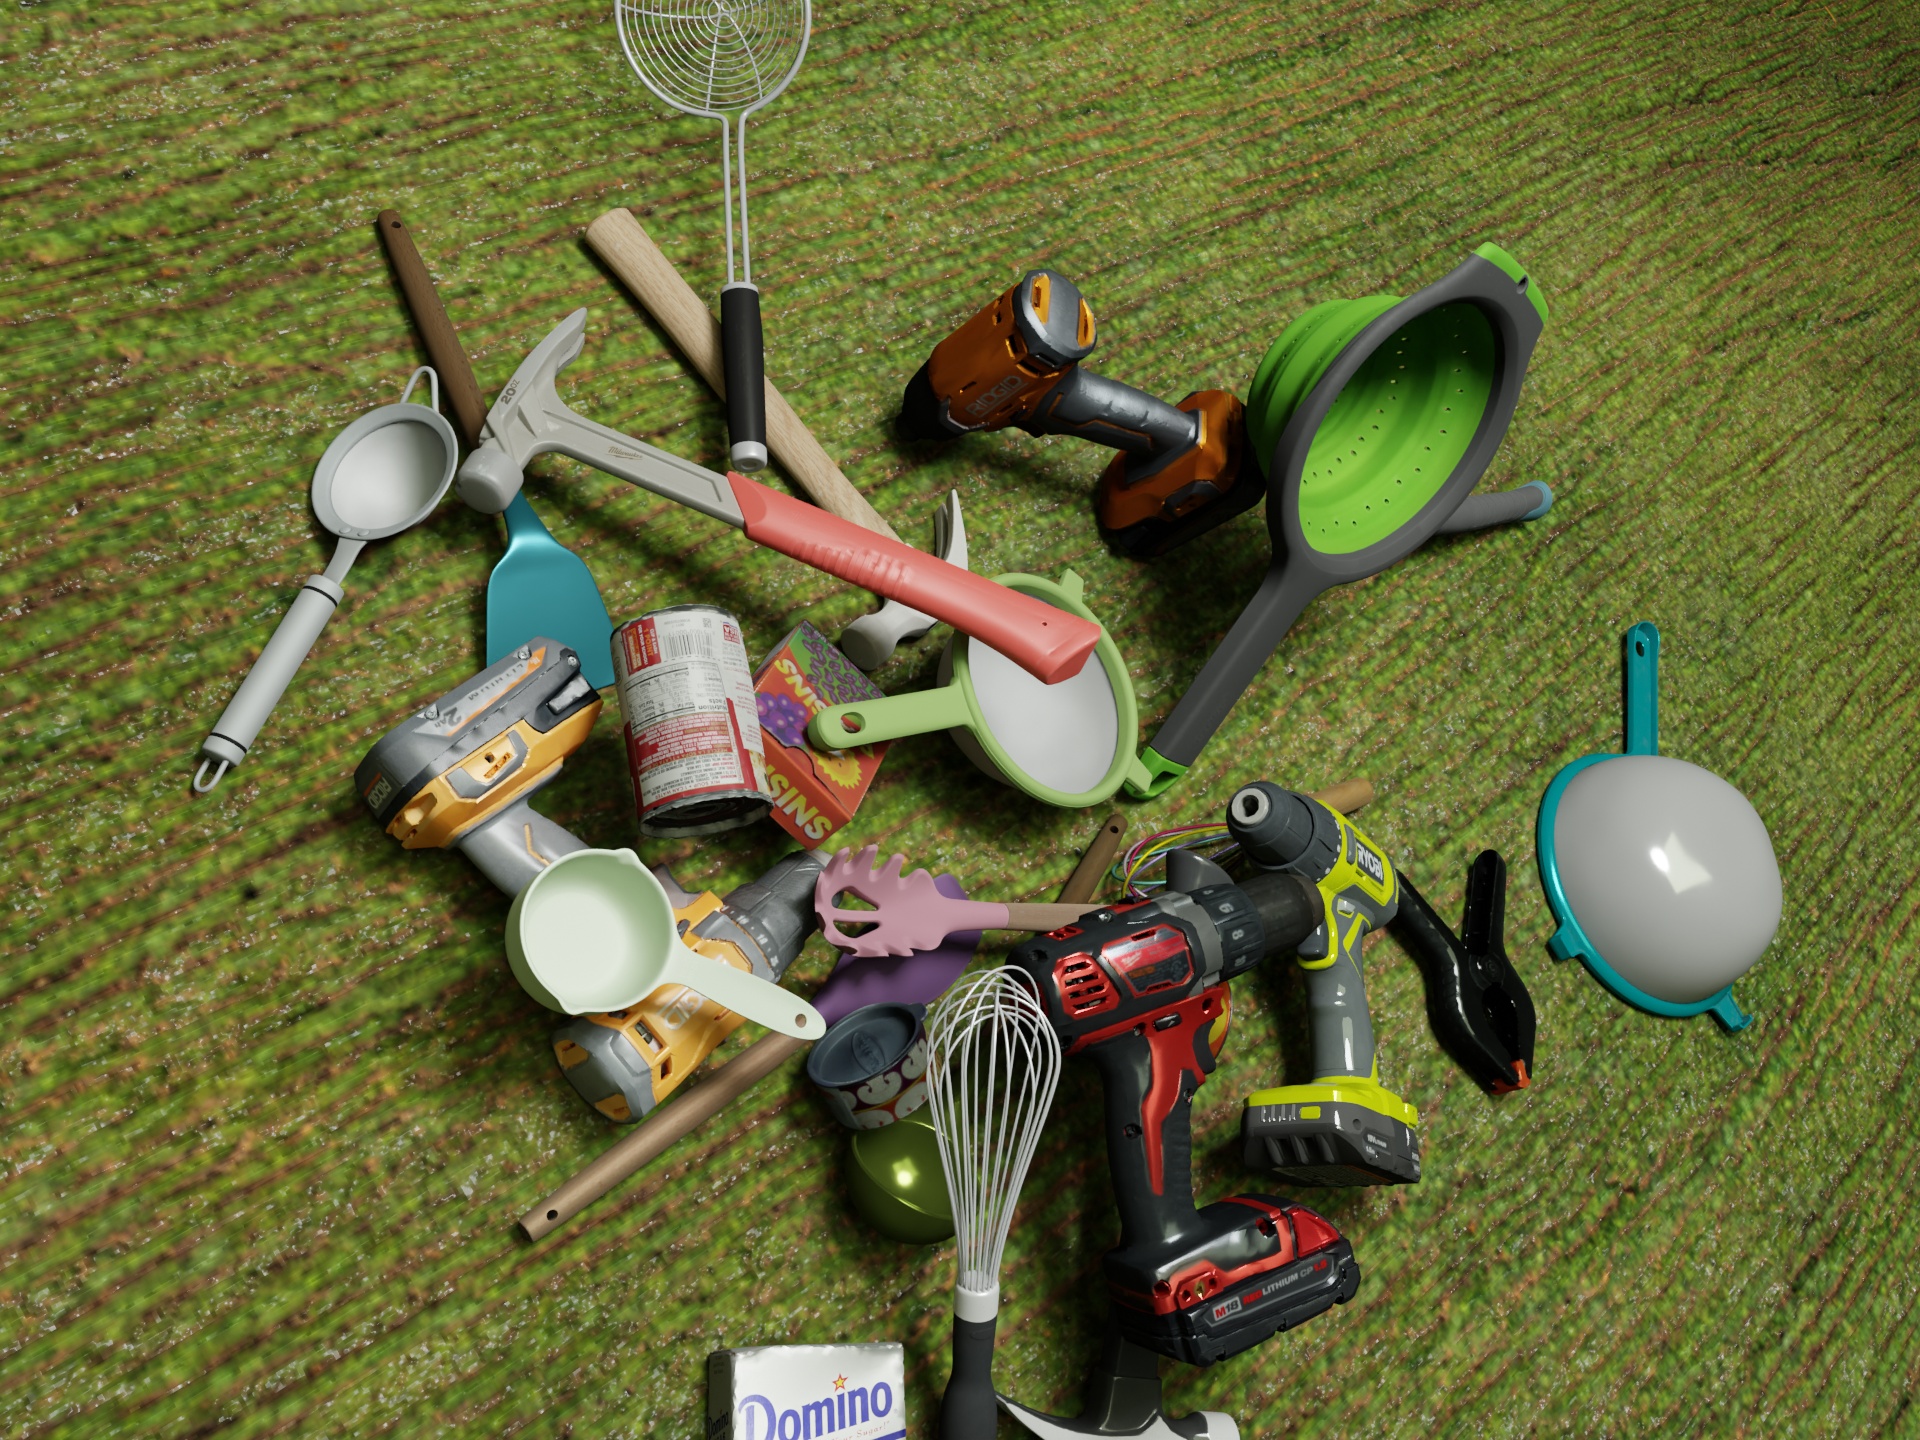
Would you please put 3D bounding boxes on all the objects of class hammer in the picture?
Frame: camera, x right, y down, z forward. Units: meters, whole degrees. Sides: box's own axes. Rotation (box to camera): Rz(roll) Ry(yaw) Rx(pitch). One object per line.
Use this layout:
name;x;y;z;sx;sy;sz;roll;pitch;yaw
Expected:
hammer;-0.089;-0.114;0.902;0.359;0.036;0.149;22;53;-3
hammer;0.105;0.238;0.880;0.146;0.035;0.335;14;78;-20
hammer;0.360;-0.152;1.212;0.331;0.128;0.033;-14;77;-42
hammer;-0.118;-0.191;1.008;0.331;0.031;0.130;50;55;0

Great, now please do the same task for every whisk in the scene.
whisk;0.009;0.256;0.786;0.070;0.070;0.284;-4;104;-30
whisk;0.191;0.078;1.054;0.245;0.051;0.047;-16;97;-37

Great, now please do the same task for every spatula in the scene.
spatula;-0.100;0.179;0.856;0.316;0.018;0.060;-32;93;-36
spatula;-0.279;-0.159;0.912;0.082;0.044;0.318;-16;72;-32

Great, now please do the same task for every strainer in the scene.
strainer;-0.330;-0.073;0.833;0.087;0.050;0.259;12;63;20
strainer;-0.002;-0.003;0.945;0.256;0.069;0.151;-11;79;-44
strainer;0.557;0.055;1.226;0.211;0.095;0.341;23;60;-18

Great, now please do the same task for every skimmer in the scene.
skimmer;-0.147;-0.333;0.983;0.127;0.090;0.363;-7;71;4

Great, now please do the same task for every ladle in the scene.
ladle;0.032;0.161;0.916;0.078;0.062;0.320;31;52;6

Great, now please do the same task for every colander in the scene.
colander;0.202;-0.129;1.011;0.204;0.397;0.095;18;20;-50

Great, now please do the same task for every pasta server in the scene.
pasta server;0.051;0.112;0.917;0.316;0.040;0.060;6;66;-32

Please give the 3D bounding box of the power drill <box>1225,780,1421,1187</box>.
power drill;0.215;0.157;0.966;0.190;0.080;0.229;33;52;-51

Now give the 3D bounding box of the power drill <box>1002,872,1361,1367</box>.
power drill;0.135;0.198;0.841;0.188;0.080;0.227;-15;86;-24

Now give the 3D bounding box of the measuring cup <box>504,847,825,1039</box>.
measuring cup;-0.141;0.121;0.767;0.167;0.038;0.083;30;59;-27

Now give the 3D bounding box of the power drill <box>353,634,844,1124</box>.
power drill;-0.177;0.068;0.831;0.226;0.084;0.185;52;52;-4

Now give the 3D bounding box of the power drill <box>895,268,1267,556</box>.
power drill;0.076;-0.193;1.054;0.226;0.164;0.084;24;58;-32
